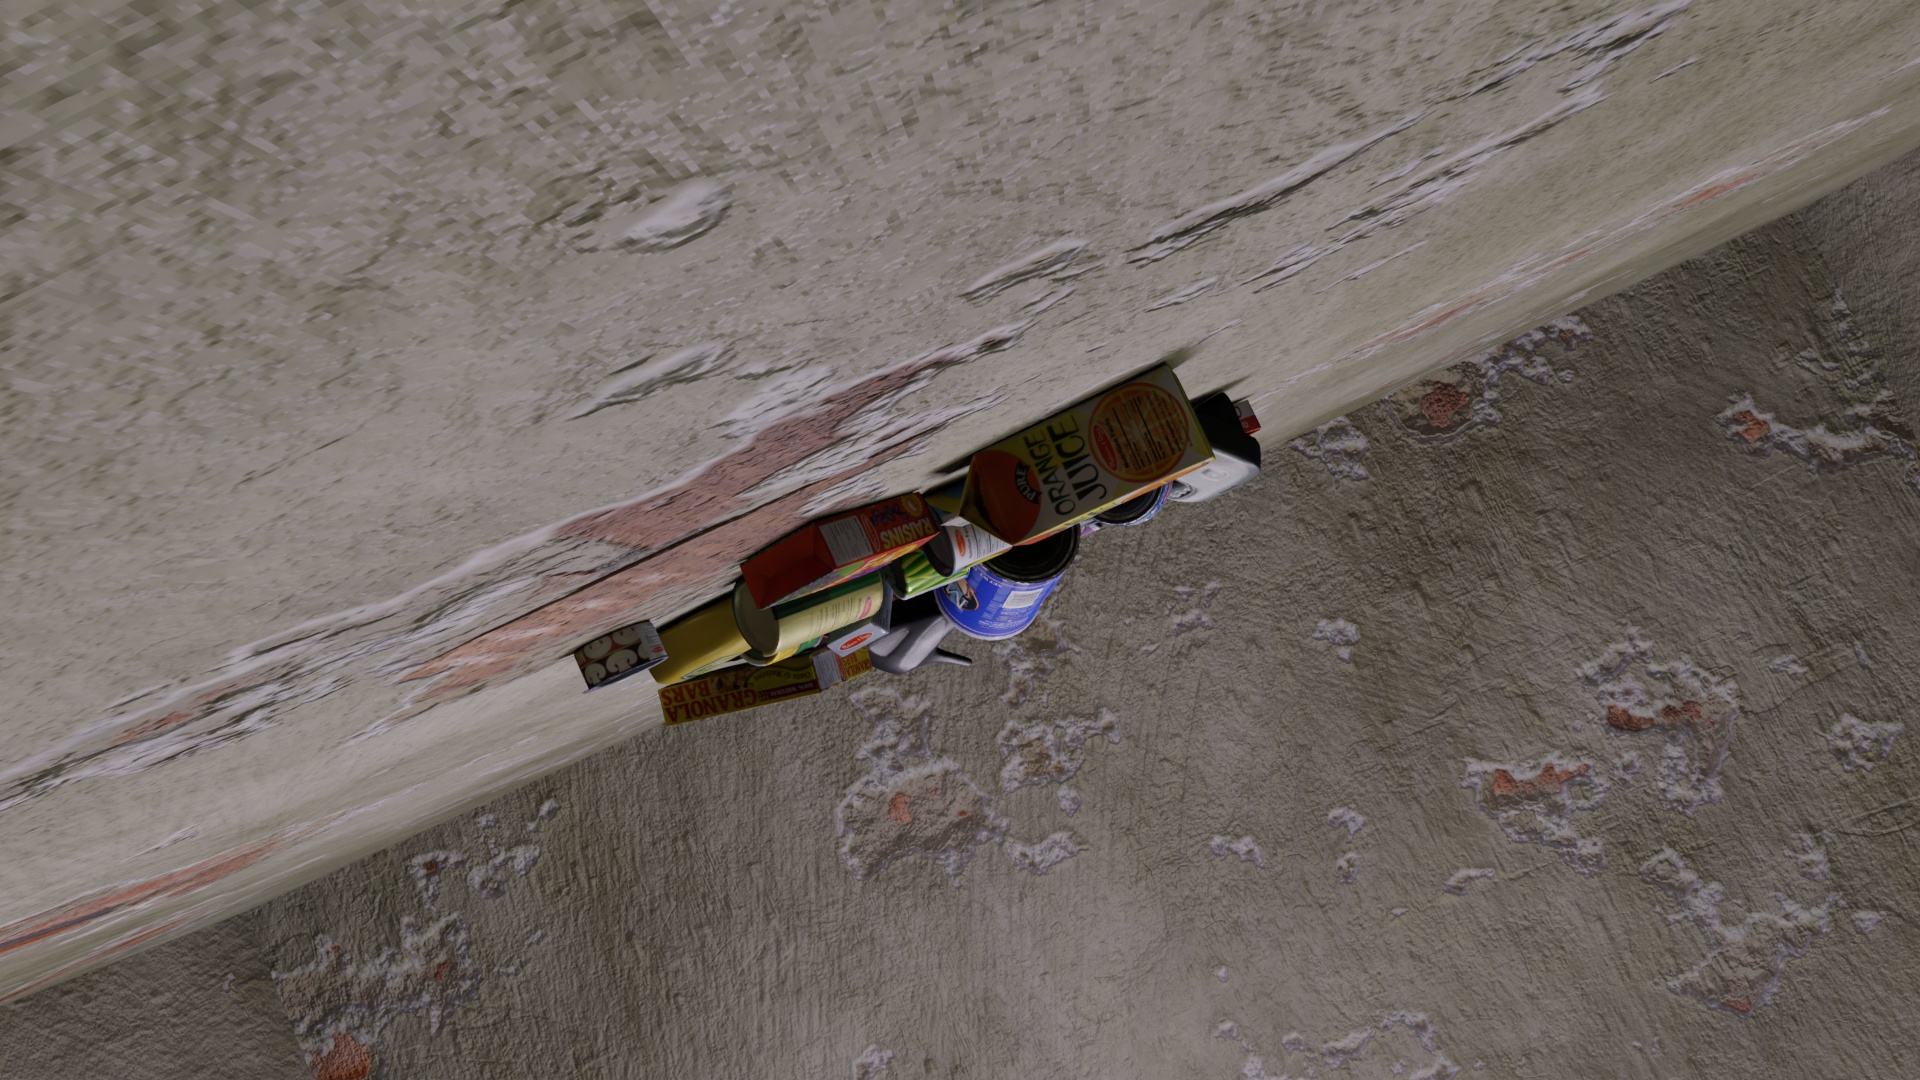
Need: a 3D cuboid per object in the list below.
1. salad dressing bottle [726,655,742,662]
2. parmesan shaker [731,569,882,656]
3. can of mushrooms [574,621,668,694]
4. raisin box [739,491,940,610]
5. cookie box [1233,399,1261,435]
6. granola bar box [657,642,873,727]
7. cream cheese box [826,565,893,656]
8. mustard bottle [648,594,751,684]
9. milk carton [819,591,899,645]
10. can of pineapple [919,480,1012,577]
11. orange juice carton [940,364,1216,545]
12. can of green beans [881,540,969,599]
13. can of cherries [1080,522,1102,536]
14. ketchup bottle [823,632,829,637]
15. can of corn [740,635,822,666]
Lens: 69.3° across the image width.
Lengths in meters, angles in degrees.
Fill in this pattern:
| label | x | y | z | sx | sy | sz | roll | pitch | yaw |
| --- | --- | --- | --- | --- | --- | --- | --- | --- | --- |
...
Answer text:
| label | x | y | z | sx | sy | sz | roll | pitch | yaw |
| --- | --- | --- | --- | --- | --- | --- | --- | --- | --- |
| salad dressing bottle | -0.223 | 0.097 | 1.363 | 0.148 | 0.044 | 0.064 | -18 | 180 | -40 |
| parmesan shaker | -0.121 | 0.043 | 1.104 | 0.103 | 0.071 | 0.071 | -20 | 174 | -39 |
| can of mushrooms | -0.269 | 0.092 | 1.089 | 0.071 | 0.033 | 0.071 | -24 | 177 | -1 |
| raisin box | -0.086 | 0.007 | 1.010 | 0.086 | 0.040 | 0.124 | -28 | 175 | 36 |
| cookie box | 0.233 | -0.096 | 1.540 | 0.123 | 0.040 | 0.167 | -20 | 175 | -43 |
| granola bar box | -0.183 | 0.132 | 1.319 | 0.165 | 0.039 | 0.124 | -14 | 179 | 20 |
| cream cheese box | -0.083 | 0.045 | 1.191 | 0.053 | 0.104 | 0.024 | -28 | 130 | 30 |
| mustard bottle | -0.199 | 0.076 | 1.180 | 0.160 | 0.049 | 0.065 | -27 | 177 | 32 |
| milk carton | -0.104 | 0.067 | 1.472 | 0.073 | 0.072 | 0.191 | -27 | 175 | 30 |
| can of pineapple | 0.001 | -0.012 | 1.098 | 0.058 | 0.071 | 0.071 | -23 | 176 | -22 |
| orange juice carton | 0.078 | -0.050 | 0.988 | 0.192 | 0.073 | 0.072 | -25 | 176 | 12 |
| can of green beans | -0.033 | 0.010 | 1.157 | 0.058 | 0.071 | 0.071 | -20 | 175 | -18 |
| can of cherries | 0.111 | -0.031 | 1.484 | 0.058 | 0.071 | 0.071 | -24 | 176 | 16 |
| ketchup bottle | -0.123 | 0.063 | 1.313 | 0.043 | 0.065 | 0.148 | -56 | -173 | -12 |
| can of corn | -0.163 | 0.071 | 1.230 | 0.071 | 0.071 | 0.058 | -27 | 174 | 36 |
